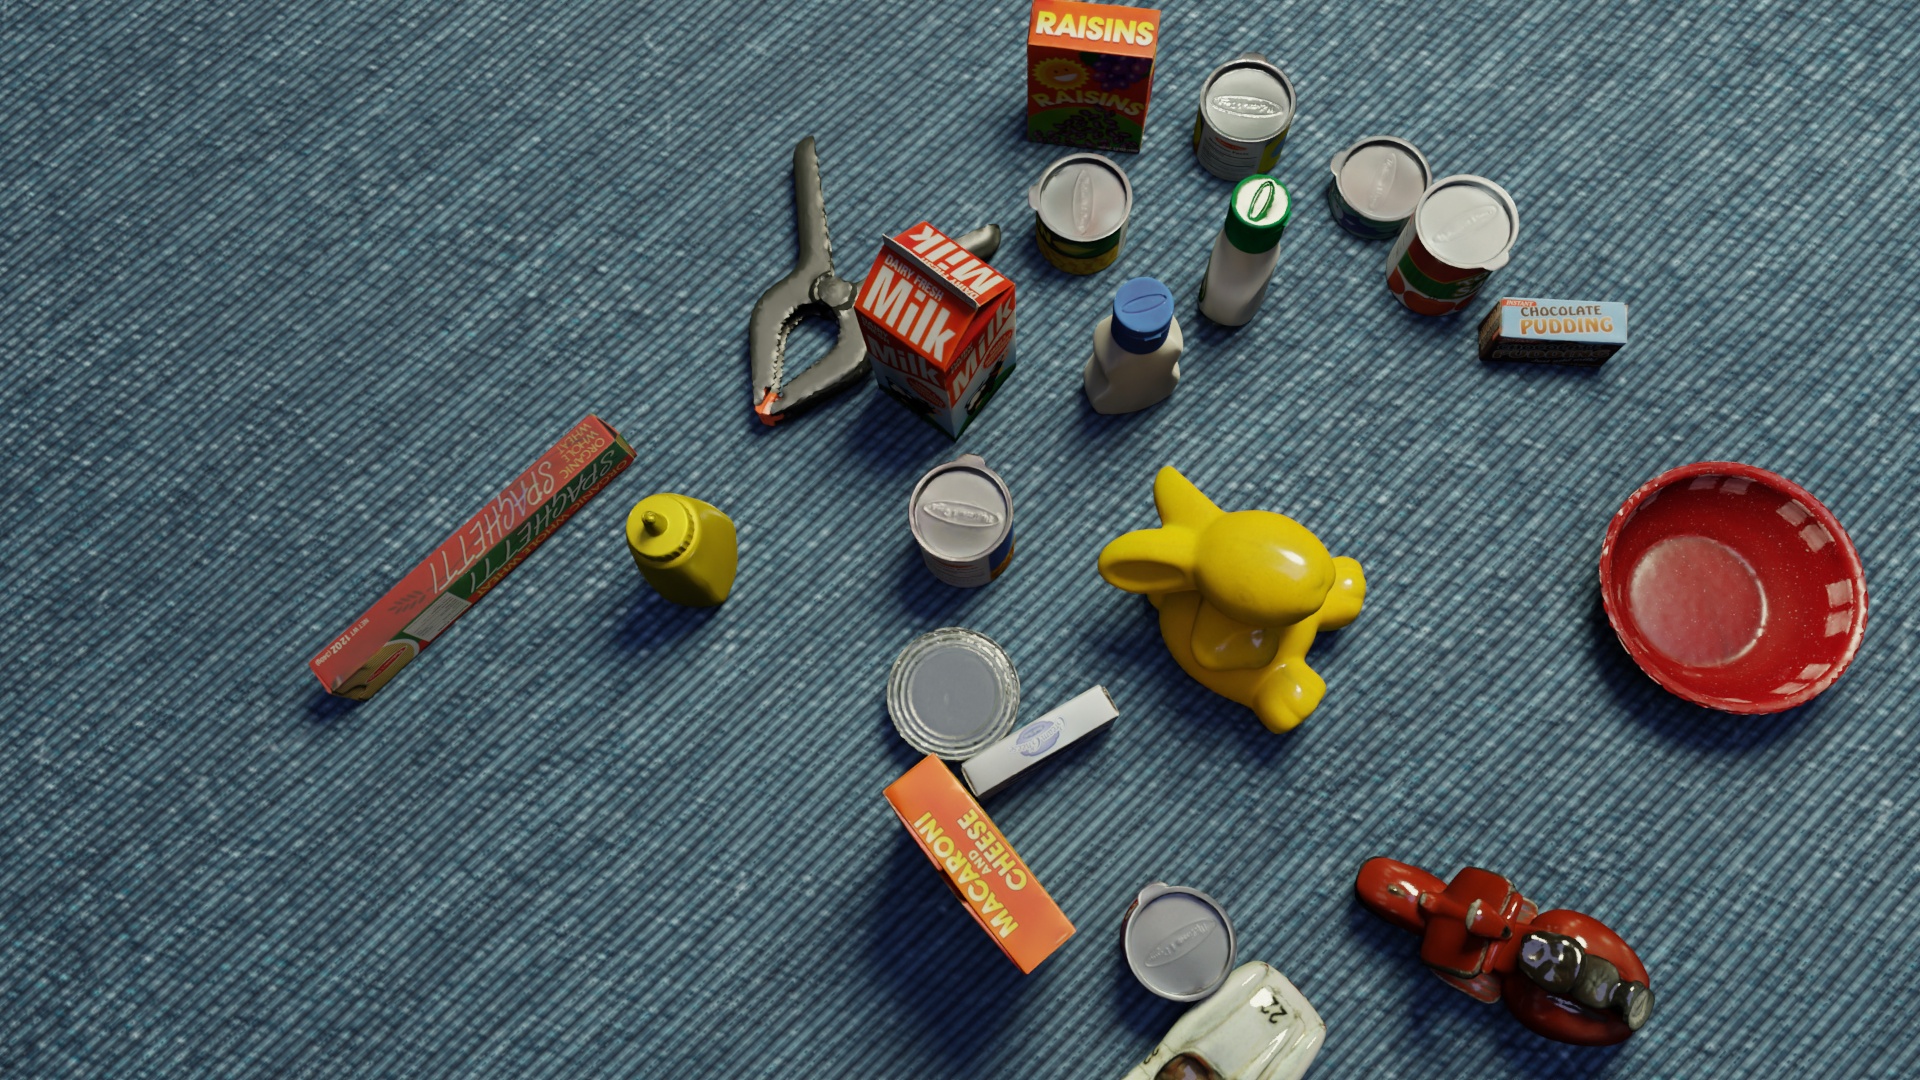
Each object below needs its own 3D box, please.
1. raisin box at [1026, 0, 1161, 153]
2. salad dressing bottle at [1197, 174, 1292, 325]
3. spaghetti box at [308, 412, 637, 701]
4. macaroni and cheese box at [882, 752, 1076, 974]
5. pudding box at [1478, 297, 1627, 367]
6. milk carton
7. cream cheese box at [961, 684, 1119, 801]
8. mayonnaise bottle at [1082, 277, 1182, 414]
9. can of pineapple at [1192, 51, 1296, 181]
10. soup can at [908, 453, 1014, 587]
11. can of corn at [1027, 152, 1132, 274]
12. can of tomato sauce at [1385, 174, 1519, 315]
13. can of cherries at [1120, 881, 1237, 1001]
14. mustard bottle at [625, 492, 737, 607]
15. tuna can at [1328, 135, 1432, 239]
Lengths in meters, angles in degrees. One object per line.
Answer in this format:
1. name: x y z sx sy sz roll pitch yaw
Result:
1. raisin box: 0.090 -0.319 0.960 0.086 0.123 0.040 9 77 5
2. salad dressing bottle: 0.186 -0.189 0.909 0.044 0.147 0.064 25 79 9
3. spaghetti box: -0.324 0.011 0.937 0.250 0.050 0.029 -44 78 -8
4. macaroni and cheese box: 0.013 0.190 0.814 0.040 0.166 0.124 -39 78 -6
5. pudding box: 0.399 -0.141 0.937 0.084 0.049 0.030 4 77 4
6. milk carton: -0.013 -0.135 0.885 0.072 0.190 0.073 36 81 11
7. cream cheese box: 0.051 0.130 0.886 0.104 0.053 0.024 -30 77 -4
8. mayonnaise bottle: 0.114 -0.124 0.897 0.065 0.147 0.041 -16 76 -1
9. can of pineapple: 0.201 -0.298 0.982 0.071 0.057 0.071 -1 76 3
10. soup can: 0.003 -0.011 0.908 0.071 0.083 0.071 -1 76 3
11. can of corn: 0.083 -0.227 0.970 0.071 0.058 0.071 -1 76 3
12. can of tomato sauce: 0.331 -0.196 0.937 0.071 0.083 0.071 -1 76 3
13. can of cherries: 0.131 0.243 0.851 0.071 0.058 0.071 -1 76 3
14. mustard bottle: -0.178 0.001 0.875 0.049 0.160 0.065 5 77 4
15. tuna can: 0.292 -0.249 0.978 0.071 0.032 0.071 -1 76 3
